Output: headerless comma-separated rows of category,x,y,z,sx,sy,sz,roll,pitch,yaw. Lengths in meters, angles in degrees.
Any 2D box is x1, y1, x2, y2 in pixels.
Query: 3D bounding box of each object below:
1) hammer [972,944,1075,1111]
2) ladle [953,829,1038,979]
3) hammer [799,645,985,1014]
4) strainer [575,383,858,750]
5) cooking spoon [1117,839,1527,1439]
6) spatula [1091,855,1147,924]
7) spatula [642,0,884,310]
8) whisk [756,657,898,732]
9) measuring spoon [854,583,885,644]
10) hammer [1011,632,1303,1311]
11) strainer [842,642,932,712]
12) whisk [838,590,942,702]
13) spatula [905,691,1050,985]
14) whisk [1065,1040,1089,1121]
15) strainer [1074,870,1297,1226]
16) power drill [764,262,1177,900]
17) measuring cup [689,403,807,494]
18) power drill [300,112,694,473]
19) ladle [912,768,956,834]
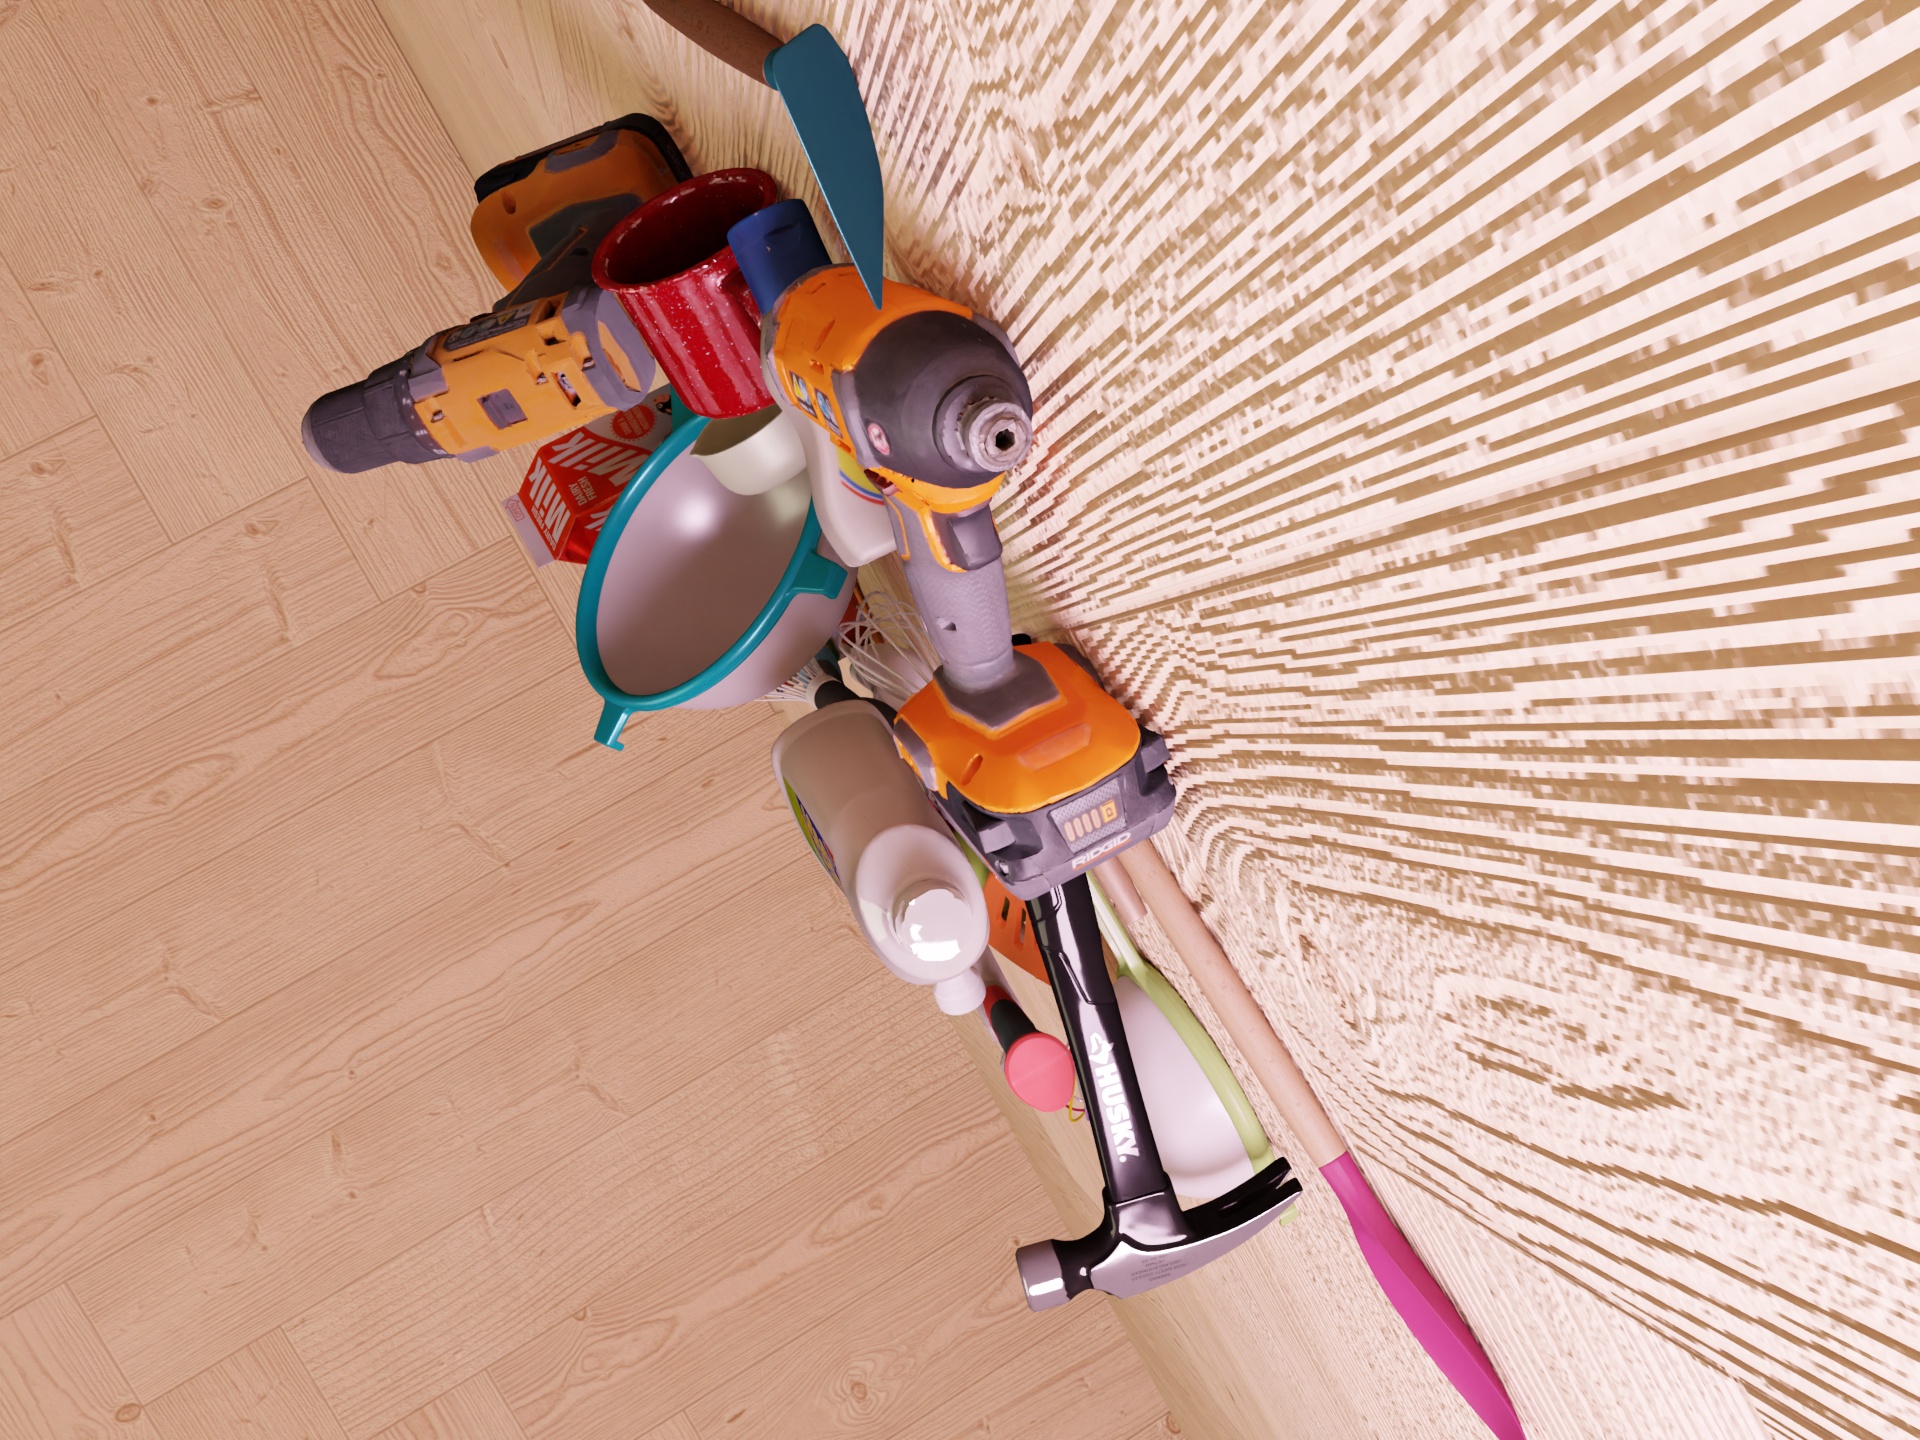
hammer,0.026,0.184,1.024,0.143,0.038,0.386,62,176,4
ladle,0.046,0.137,1.126,0.078,0.062,0.320,56,177,24
hammer,-0.057,0.041,1.022,0.331,0.033,0.128,-121,11,-56
strainer,-0.141,-0.137,1.008,0.095,0.211,0.341,33,-146,-42
cooking spoon,0.146,0.166,0.686,0.319,0.017,0.068,58,170,14
spatula,0.010,-0.039,0.791,0.316,0.018,0.060,61,172,2
spatula,-0.084,-0.243,0.589,0.318,0.044,0.082,51,171,50
whisk,-0.096,-0.026,1.006,0.285,0.070,0.070,30,149,59
measuring spoon,-0.068,-0.067,1.161,0.021,0.011,0.116,50,166,50
hammer,0.062,0.120,0.764,0.035,0.146,0.334,-109,4,-77
strainer,-0.055,-0.029,1.101,0.087,0.050,0.258,51,176,-11
whisk,-0.001,-0.003,0.892,0.247,0.057,0.059,45,132,45
spatula,0.012,0.069,0.860,0.081,0.041,0.322,31,165,26
whisk,0.089,0.236,1.161,0.051,0.047,0.244,56,167,35
strainer,0.082,0.166,0.875,0.256,0.069,0.151,61,171,-12
power drill,0.007,-0.049,0.588,0.164,0.084,0.226,45,158,58
measuring cup,-0.115,-0.176,0.916,0.038,0.083,0.168,53,-175,-28
power drill,-0.235,-0.216,0.833,0.226,0.185,0.084,-84,-26,-45
ladle,-0.019,0.034,0.952,0.069,0.031,0.315,59,174,6
